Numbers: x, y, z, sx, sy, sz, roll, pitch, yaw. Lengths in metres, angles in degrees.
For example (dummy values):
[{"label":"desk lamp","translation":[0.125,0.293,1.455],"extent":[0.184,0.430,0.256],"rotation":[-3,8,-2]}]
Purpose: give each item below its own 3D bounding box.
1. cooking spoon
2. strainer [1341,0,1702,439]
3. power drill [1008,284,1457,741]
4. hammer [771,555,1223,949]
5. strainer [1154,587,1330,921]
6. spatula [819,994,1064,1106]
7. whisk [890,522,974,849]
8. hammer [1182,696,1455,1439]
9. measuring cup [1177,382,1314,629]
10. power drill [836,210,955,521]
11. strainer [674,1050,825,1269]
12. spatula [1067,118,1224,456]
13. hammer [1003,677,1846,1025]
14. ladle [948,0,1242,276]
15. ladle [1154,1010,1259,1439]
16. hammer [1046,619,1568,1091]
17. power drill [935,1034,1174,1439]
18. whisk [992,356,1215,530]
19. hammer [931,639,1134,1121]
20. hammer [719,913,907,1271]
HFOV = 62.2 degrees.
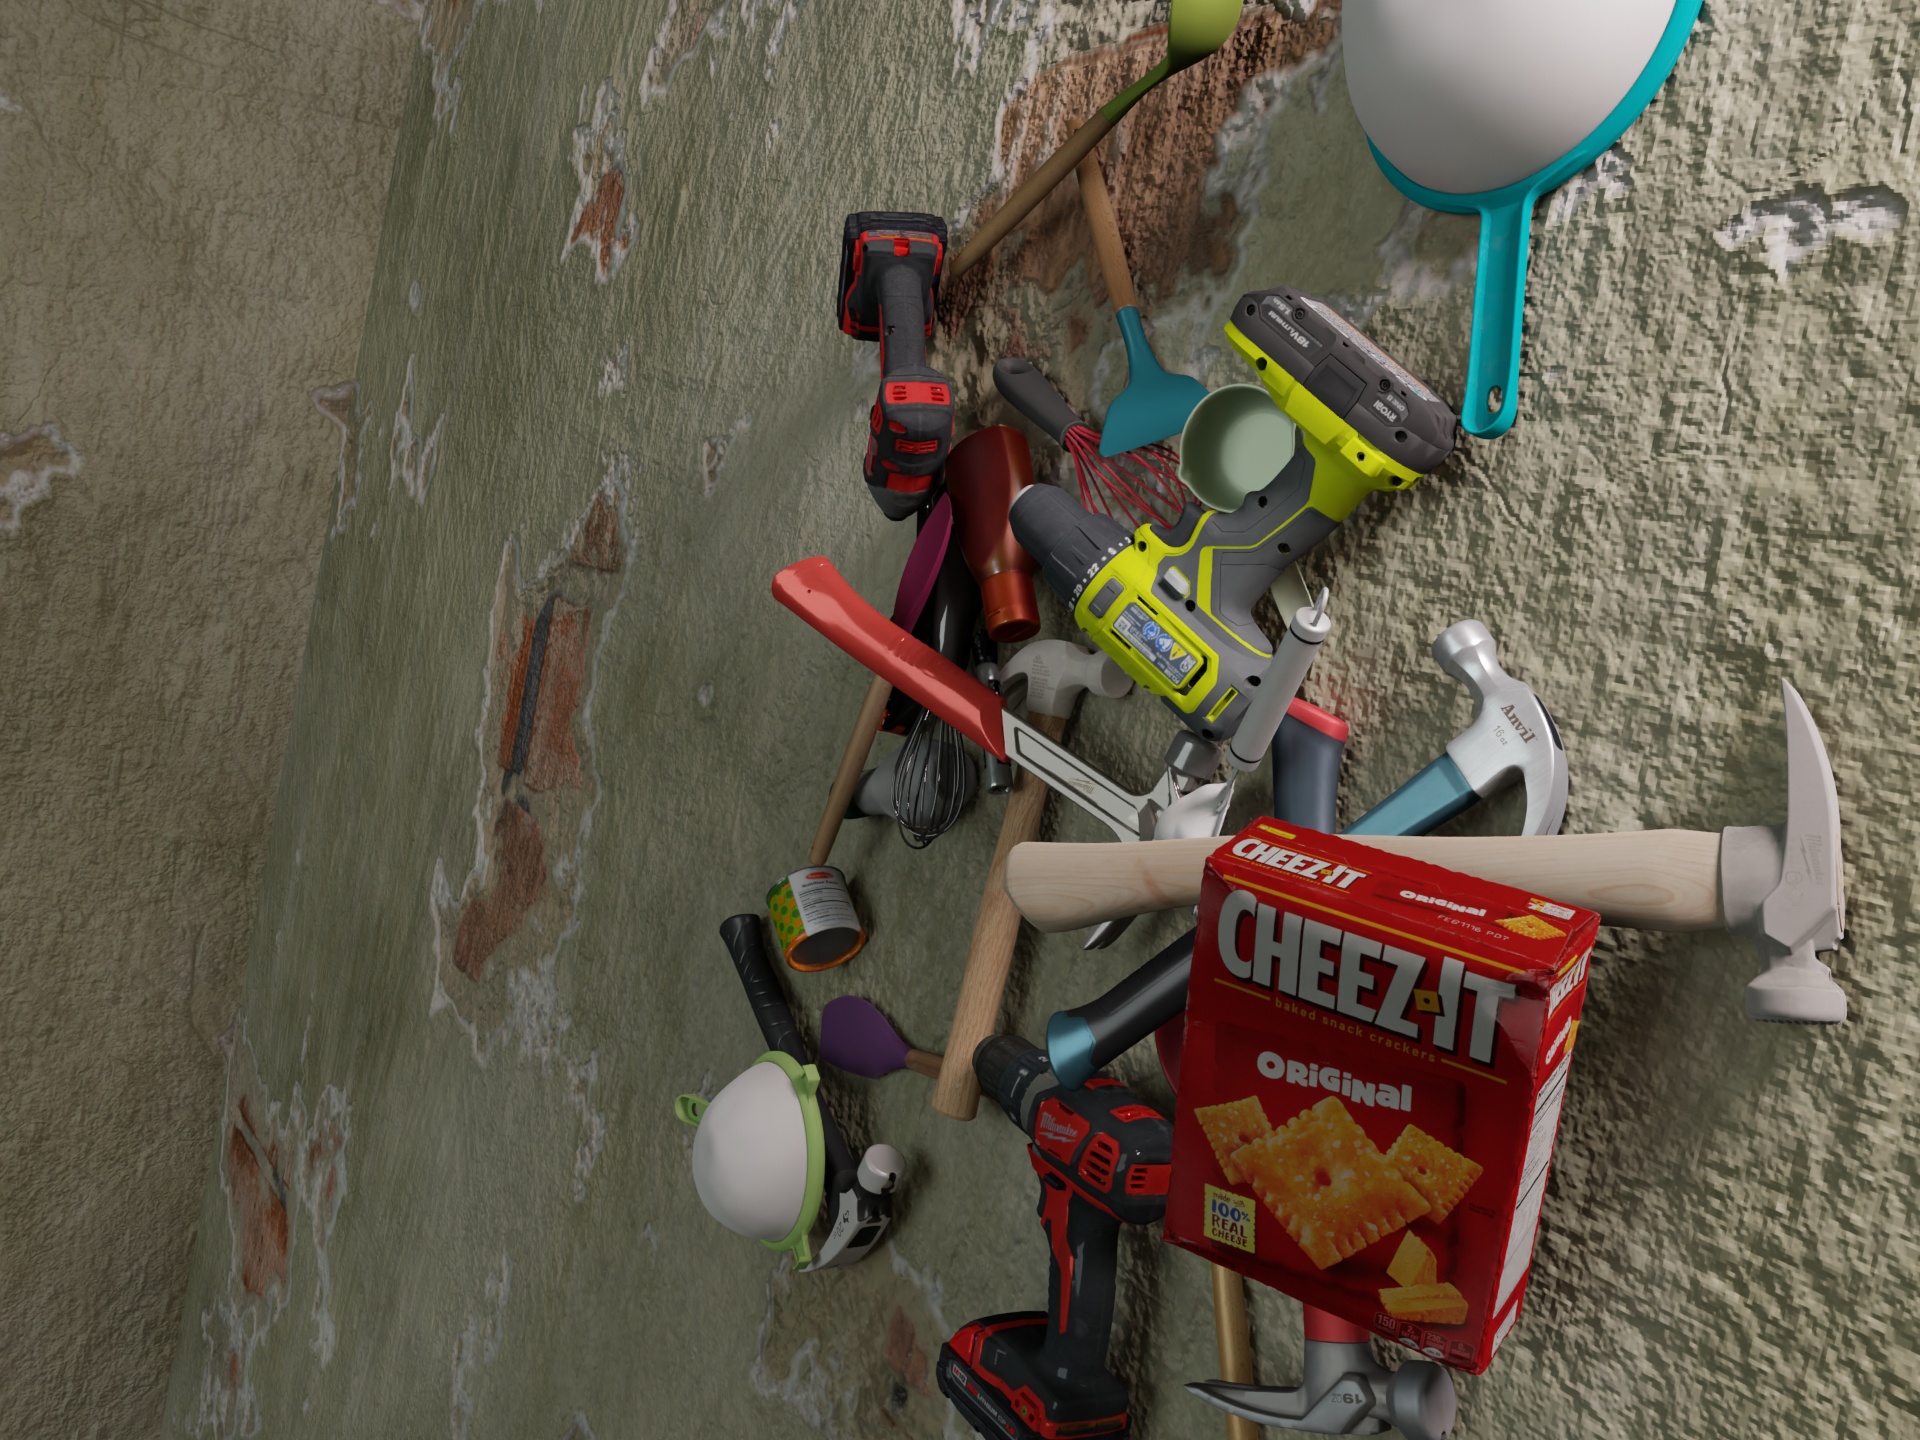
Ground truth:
[{"label":"cooking spoon","translation":[-0.060,-0.021,1.175],"extent":[0.069,0.017,0.318],"rotation":[-105,33,-58]},{"label":"strainer","translation":[0.265,-0.322,0.831],"extent":[0.211,0.095,0.340],"rotation":[-2,80,53]},{"label":"power drill","translation":[0.146,-0.127,0.902],"extent":[0.191,0.080,0.228],"rotation":[45,117,16]},{"label":"hammer","translation":[-0.002,-0.003,1.060],"extent":[0.359,0.036,0.149],"rotation":[34,101,30]},{"label":"strainer","translation":[0.153,0.023,0.882],"extent":[0.087,0.050,0.258],"rotation":[-64,-6,-46]},{"label":"spatula","translation":[-0.020,0.247,1.150],"extent":[0.316,0.018,0.060],"rotation":[2,87,54]},{"label":"whisk","translation":[-0.014,-0.027,1.123],"extent":[0.055,0.055,0.239],"rotation":[-8,72,52]},{"label":"hammer","translation":[0.181,0.178,0.869],"extent":[0.143,0.038,0.386],"rotation":[-14,70,40]},{"label":"measuring cup","translation":[0.188,-0.120,0.948],"extent":[0.083,0.038,0.168],"rotation":[-24,81,36]},{"label":"power drill","translation":[-0.047,-0.264,1.203],"extent":[0.143,0.078,0.220],"rotation":[106,161,-60]},{"label":"strainer","translation":[-0.194,0.332,1.265],"extent":[0.256,0.069,0.151],"rotation":[-1,86,57]},{"label":"spatula","translation":[0.107,-0.303,1.079],"extent":[0.082,0.044,0.318],"rotation":[-18,61,13]},{"label":"hammer","translation":[0.201,0.065,0.785],"extent":[0.411,0.038,0.146],"rotation":[-3,79,35]},{"label":"ladle","translation":[0.077,-0.409,1.096],"extent":[0.320,0.062,0.078],"rotation":[-32,28,48]},{"label":"ladle","translation":[0.151,0.309,0.905],"extent":[0.069,0.031,0.315],"rotation":[-22,67,52]},{"label":"hammer","translation":[0.173,0.095,0.846],"extent":[0.331,0.033,0.128],"rotation":[-40,56,21]},{"label":"power drill","translation":[0.051,0.317,0.979],"extent":[0.188,0.080,0.226],"rotation":[22,103,57]},{"label":"whisk","translation":[0.086,-0.183,1.073],"extent":[0.073,0.073,0.296],"rotation":[-63,35,23]},{"label":"hammer","translation":[0.031,0.107,1.087],"extent":[0.130,0.031,0.331],"rotation":[13,89,54]},{"label":"hammer","translation":[-0.135,0.281,1.275],"extent":[0.335,0.035,0.146],"rotation":[57,134,45]}]
